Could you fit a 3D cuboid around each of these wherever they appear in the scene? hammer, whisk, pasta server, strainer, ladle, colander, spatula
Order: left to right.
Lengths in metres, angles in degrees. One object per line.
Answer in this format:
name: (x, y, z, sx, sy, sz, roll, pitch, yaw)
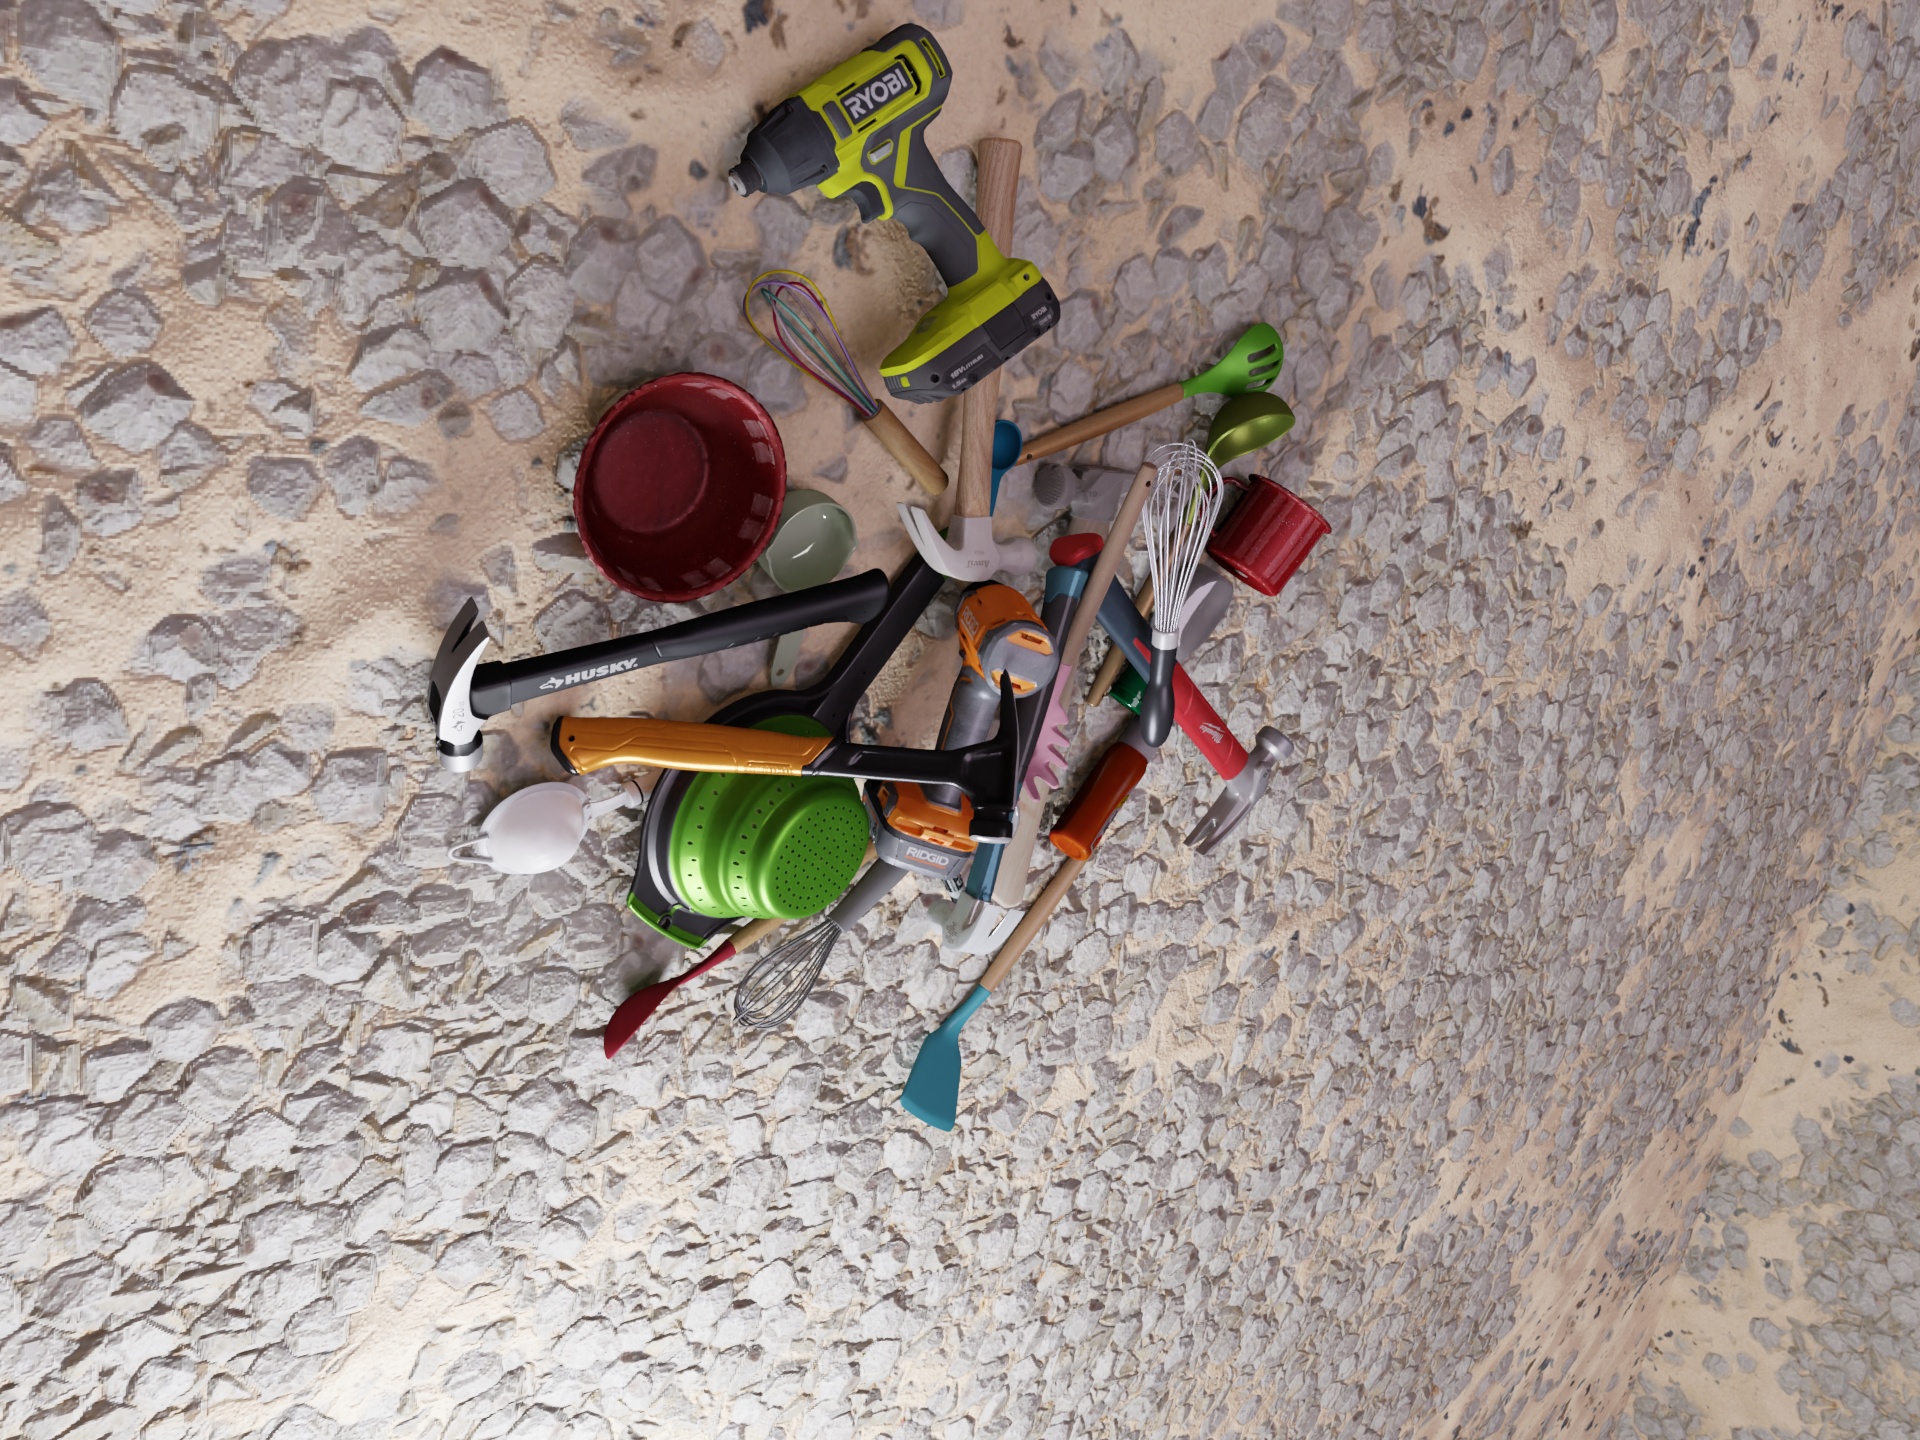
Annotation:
strainer: (-0.252, 0.058, 1.187, 0.258, 0.050, 0.086, -27, 141, -30)
hammer: (-0.201, -0.058, 1.110, 0.334, 0.035, 0.146, -17, 150, -26)
ladle: (-0.167, 0.172, 1.310, 0.315, 0.069, 0.031, -35, 90, -26)
hammer: (-0.125, 0.016, 1.155, 0.337, 0.034, 0.127, 4, 83, -5)
whisk: (-0.105, 0.172, 1.355, 0.239, 0.055, 0.055, -45, 132, -18)
colander: (-0.091, 0.021, 1.242, 0.397, 0.095, 0.204, -54, 143, -9)
whisk: (-0.075, -0.245, 1.178, 0.047, 0.051, 0.244, -57, 136, -9)
hammer: (0.015, -0.271, 1.219, 0.130, 0.031, 0.331, -9, 109, -42)
spatula: (0.046, 0.239, 1.510, 0.082, 0.044, 0.317, 40, 83, -39)
hammer: (0.044, 0.034, 1.301, 0.033, 0.128, 0.331, 14, 95, -21)
hammer: (0.090, -0.025, 1.423, 0.146, 0.038, 0.410, -3, 113, -39)
pasta server: (0.101, -0.068, 1.317, 0.060, 0.040, 0.316, -1, 126, -36)
hammer: (0.176, -0.026, 1.428, 0.143, 0.038, 0.385, -51, 131, -7)
whisk: (0.176, -0.100, 1.333, 0.070, 0.070, 0.284, -19, 127, -31)
ladle: (0.200, -0.148, 1.427, 0.078, 0.062, 0.320, 5, 115, -60)

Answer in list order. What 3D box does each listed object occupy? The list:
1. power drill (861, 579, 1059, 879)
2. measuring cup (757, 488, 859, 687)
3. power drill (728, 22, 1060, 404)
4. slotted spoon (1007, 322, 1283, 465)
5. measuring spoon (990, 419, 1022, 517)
power drill: (-0.002, -0.004, 1.291, 0.084, 0.164, 0.226, 18, 109, -19)
measuring cup: (-0.131, -0.101, 1.214, 0.083, 0.038, 0.167, -11, 133, -37)
power drill: (-0.044, -0.340, 1.105, 0.171, 0.080, 0.223, -39, 111, -16)
slotted spoon: (0.169, -0.274, 1.371, 0.314, 0.031, 0.070, -25, 130, -26)
measuring spoon: (0.016, -0.182, 1.290, 0.042, 0.021, 0.128, 10, 101, -40)
